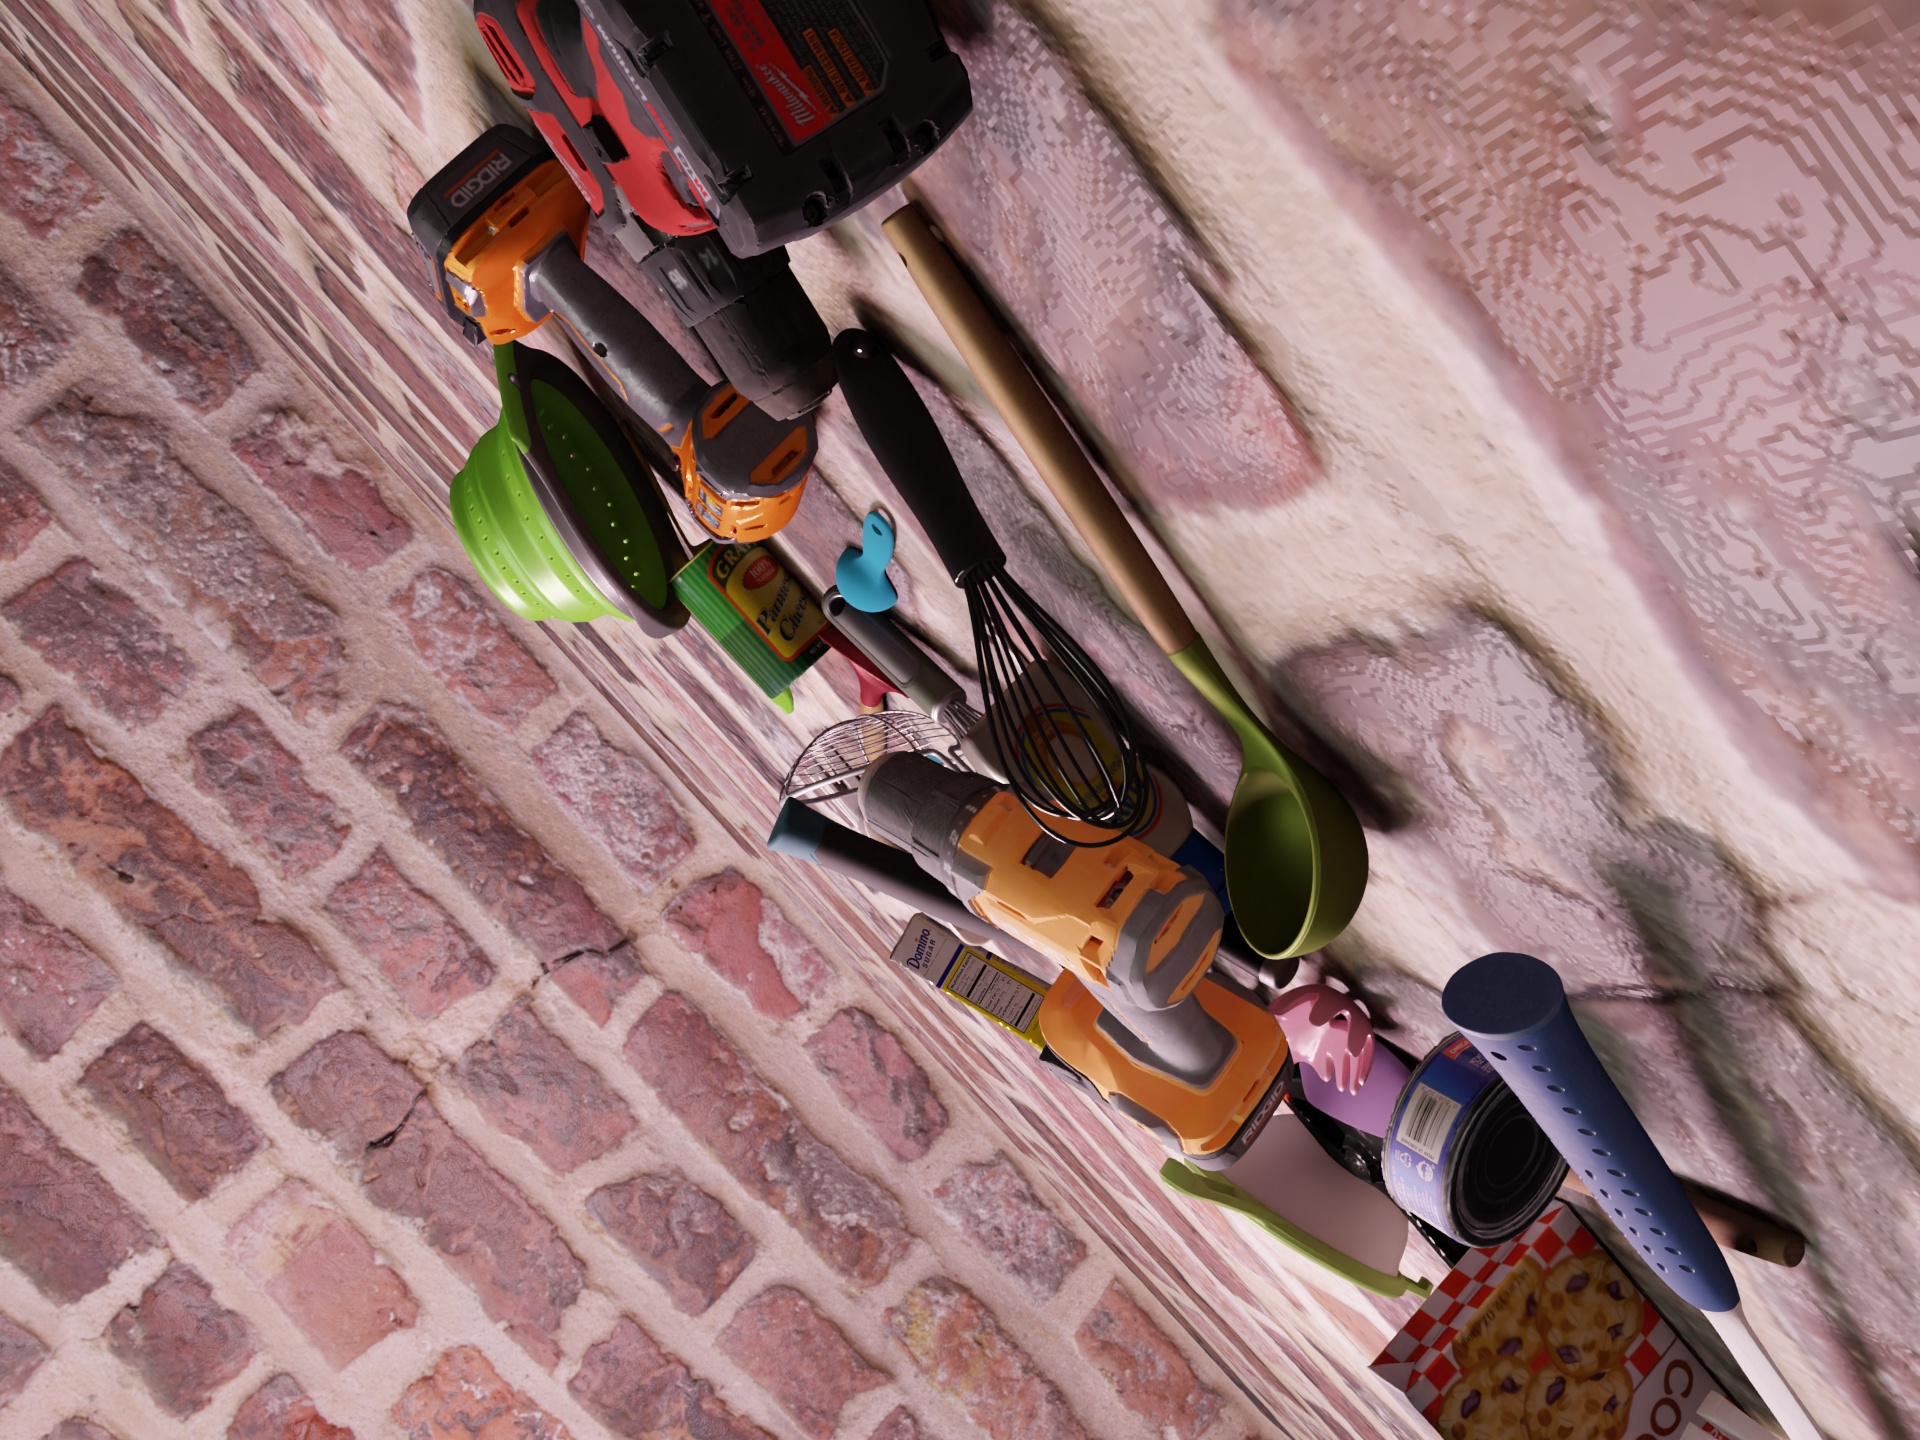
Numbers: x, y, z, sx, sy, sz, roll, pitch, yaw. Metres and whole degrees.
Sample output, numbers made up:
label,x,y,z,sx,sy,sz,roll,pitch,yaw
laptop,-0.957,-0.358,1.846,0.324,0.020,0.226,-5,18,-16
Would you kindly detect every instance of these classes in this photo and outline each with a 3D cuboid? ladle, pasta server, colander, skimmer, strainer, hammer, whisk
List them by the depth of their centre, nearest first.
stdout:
label,x,y,z,sx,sy,sz,roll,pitch,yaw
ladle,0.058,-0.042,0.586,0.320,0.062,0.078,54,173,-18
whisk,0.004,-0.057,0.616,0.239,0.055,0.055,62,171,18
hammer,0.289,0.226,0.621,0.405,0.035,0.144,50,161,-27
whisk,-0.001,-0.003,0.899,0.247,0.058,0.059,44,-164,29
hammer,0.035,0.118,0.900,0.330,0.033,0.128,27,172,-25
pasta server,0.159,0.209,0.907,0.060,0.040,0.316,39,152,8
skimmer,0.036,0.084,0.931,0.364,0.127,0.090,30,116,38
strainer,0.190,0.265,0.938,0.152,0.069,0.256,28,176,39
ladle,-0.061,-0.007,1.103,0.069,0.031,0.315,37,167,7
colander,-0.239,-0.094,1.115,0.396,0.094,0.205,53,-165,-53
hammer,-0.043,0.100,1.224,0.146,0.038,0.411,50,174,-10

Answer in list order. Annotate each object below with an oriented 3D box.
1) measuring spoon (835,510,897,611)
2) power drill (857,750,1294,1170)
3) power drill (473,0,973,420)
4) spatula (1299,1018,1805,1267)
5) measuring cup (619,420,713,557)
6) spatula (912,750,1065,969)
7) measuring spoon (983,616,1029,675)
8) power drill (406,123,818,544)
label,x,y,z,sx,sy,sz,roll,pitch,yaw
measuring spoon,-0.053,-0.085,0.862,0.042,0.021,0.128,45,168,4
power drill,0.053,0.106,0.744,0.185,0.084,0.226,26,159,38
power drill,-0.078,-0.187,0.522,0.187,0.080,0.227,57,167,-19
spatula,0.249,0.191,0.737,0.316,0.018,0.060,-174,74,-67
measuring cup,-0.188,-0.146,1.113,0.156,0.029,0.062,60,172,-5
spatula,0.067,0.147,1.168,0.317,0.044,0.082,46,167,-18
measuring spoon,0.041,-0.005,0.818,0.124,0.018,0.034,50,166,-11
power drill,-0.173,-0.182,0.832,0.226,0.084,0.164,43,167,-2
